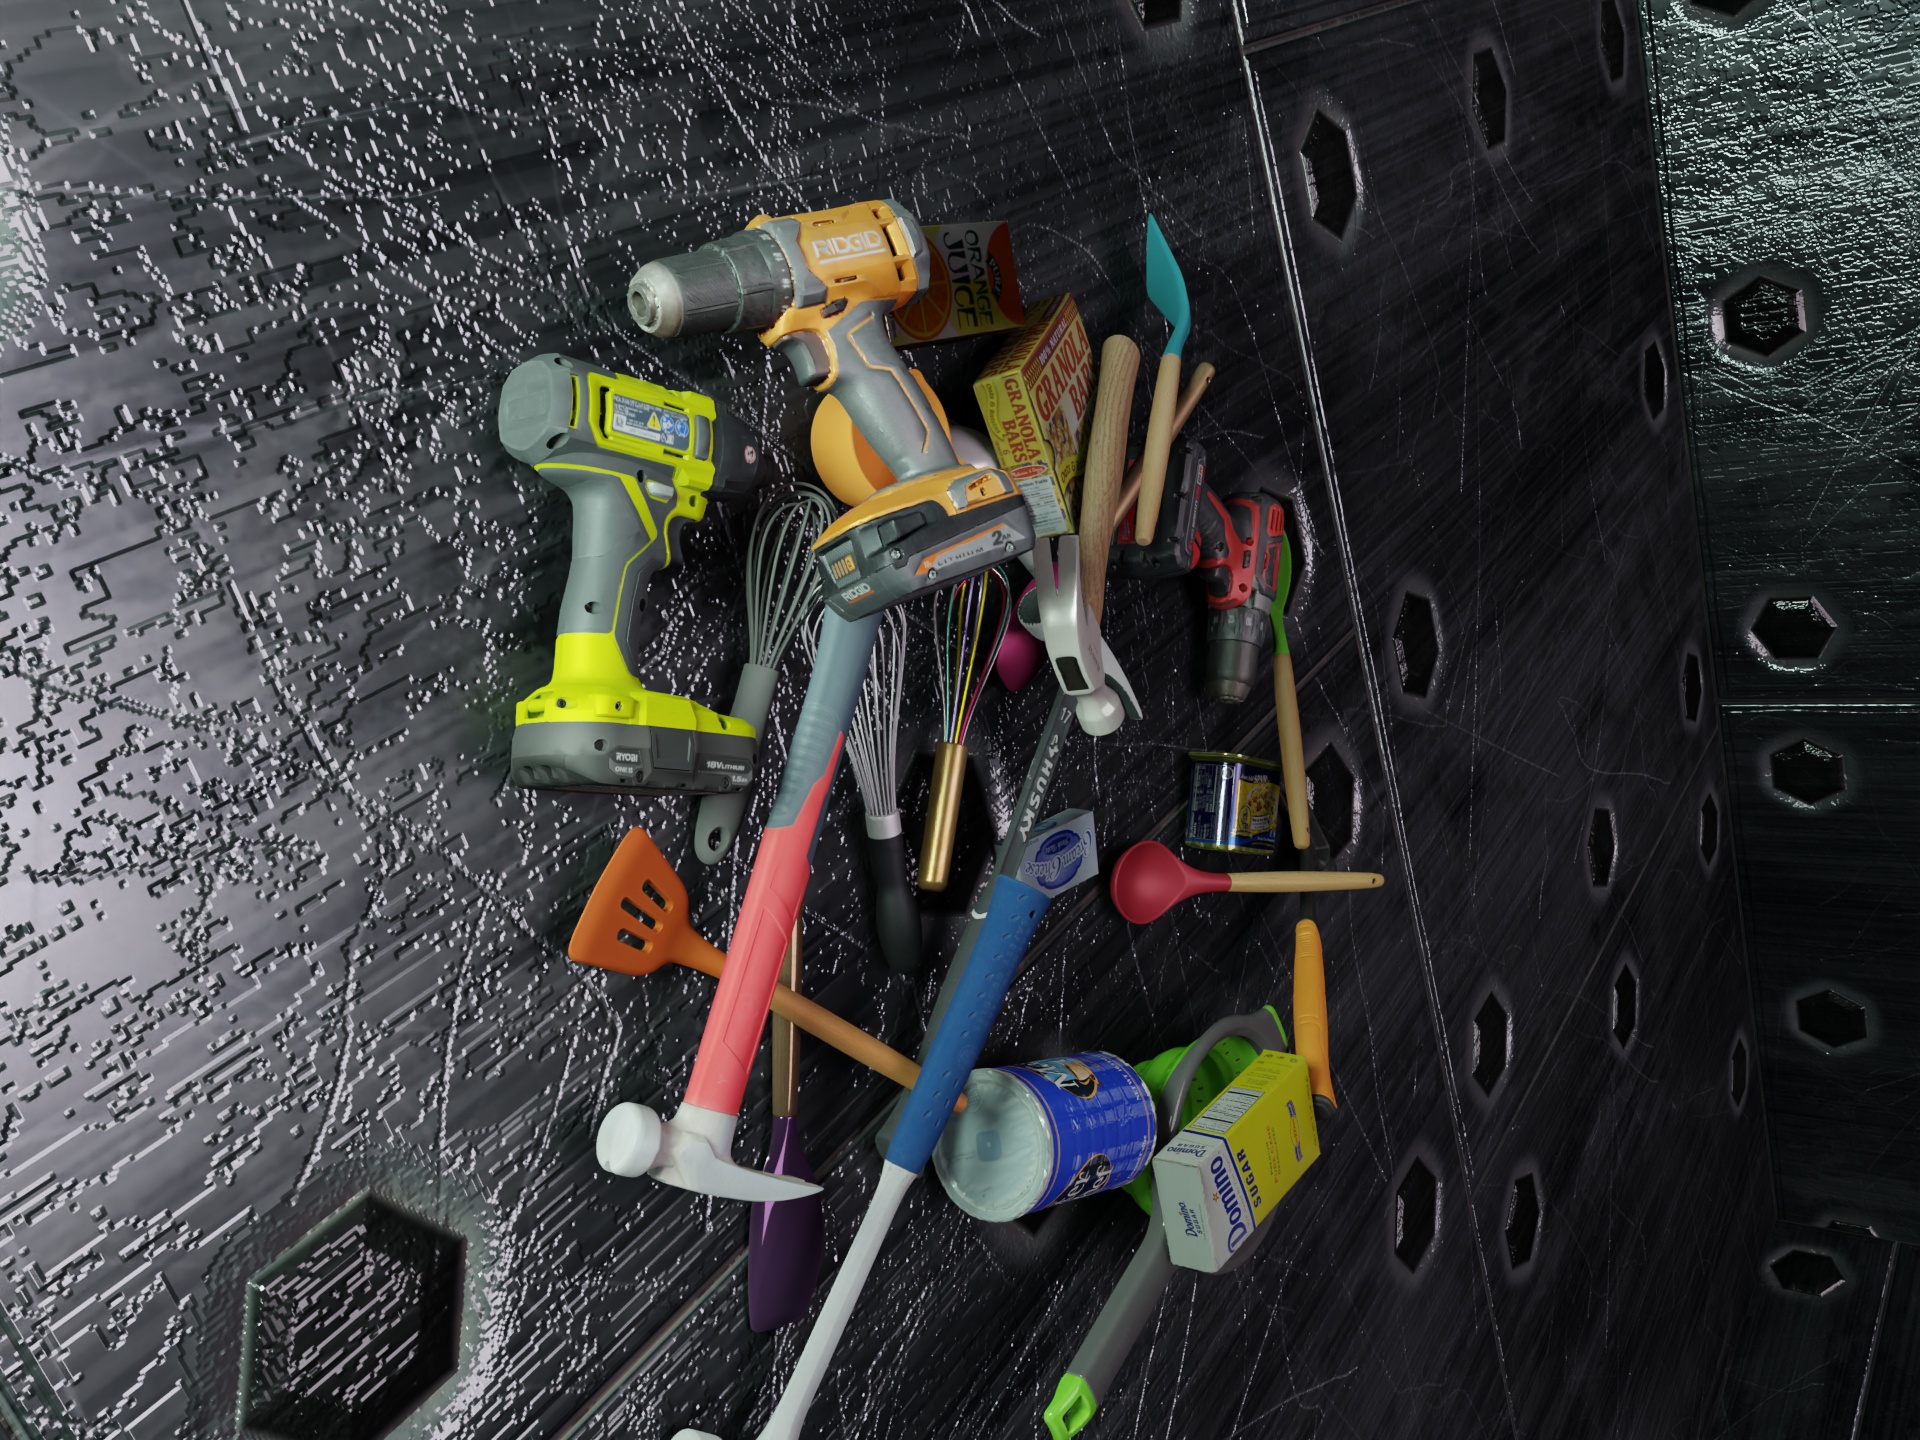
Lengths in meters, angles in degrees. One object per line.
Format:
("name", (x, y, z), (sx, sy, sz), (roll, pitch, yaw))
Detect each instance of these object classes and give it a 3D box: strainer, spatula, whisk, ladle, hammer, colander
("strainer", (0.039, -0.142, 1.163), (0.258, 0.050, 0.087), (46, 41, -45))
("spatula", (-0.101, 0.171, 0.959), (0.322, 0.041, 0.081), (38, 67, -33))
("whisk", (-0.055, 0.037, 1.034), (0.070, 0.070, 0.284), (-27, 115, -48))
("ladle", (0.249, 0.138, 1.365), (0.315, 0.031, 0.069), (3, 93, -32))
("hammer", (0.097, -0.157, 1.114), (0.129, 0.031, 0.332), (62, 30, -45))
("whisk", (-0.122, -0.030, 0.956), (0.055, 0.055, 0.239), (25, 75, -49))
("hammer", (0.029, 0.117, 1.116), (0.149, 0.036, 0.409), (39, 65, -46))
("hammer", (0.309, 0.206, 1.415), (0.127, 0.034, 0.337), (59, 27, -33))
("hammer", (-0.090, 0.081, 0.928), (0.143, 0.038, 0.386), (28, 72, -41))
("colander", (0.141, 0.382, 1.244), (0.397, 0.094, 0.204), (-46, 124, -41))
("hammer", (-0.038, 0.291, 0.993), (0.144, 0.035, 0.405), (34, 75, -38))
("whisk", (-0.002, -0.003, 1.100), (0.051, 0.047, 0.245), (21, 73, -44))
("spatula", (0.148, -0.257, 1.219), (0.082, 0.044, 0.318), (83, 16, -55))
("spatula", (-0.107, 0.220, 0.993), (0.059, 0.018, 0.316), (0, 91, -44))

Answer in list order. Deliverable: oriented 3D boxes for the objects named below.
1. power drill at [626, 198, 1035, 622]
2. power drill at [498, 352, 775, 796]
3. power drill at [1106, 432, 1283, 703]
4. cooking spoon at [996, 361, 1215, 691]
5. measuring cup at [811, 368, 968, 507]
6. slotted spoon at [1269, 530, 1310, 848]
("power drill", (-0.070, -0.173, 0.887), (0.185, 0.084, 0.226), (-23, 92, -37))
("power drill", (-0.169, -0.072, 0.871), (0.171, 0.080, 0.223), (8, 81, -50))
("power drill", (0.202, -0.126, 1.340), (0.226, 0.080, 0.188), (22, 73, -52))
("cooking spoon", (0.114, -0.154, 1.209), (0.319, 0.017, 0.068), (-57, 142, -19))
("measuring cup", (-0.027, -0.167, 1.057), (0.173, 0.052, 0.095), (24, 73, -44))
("slotted spoon", (0.290, -0.035, 1.430), (0.070, 0.031, 0.314), (27, 53, -48))
